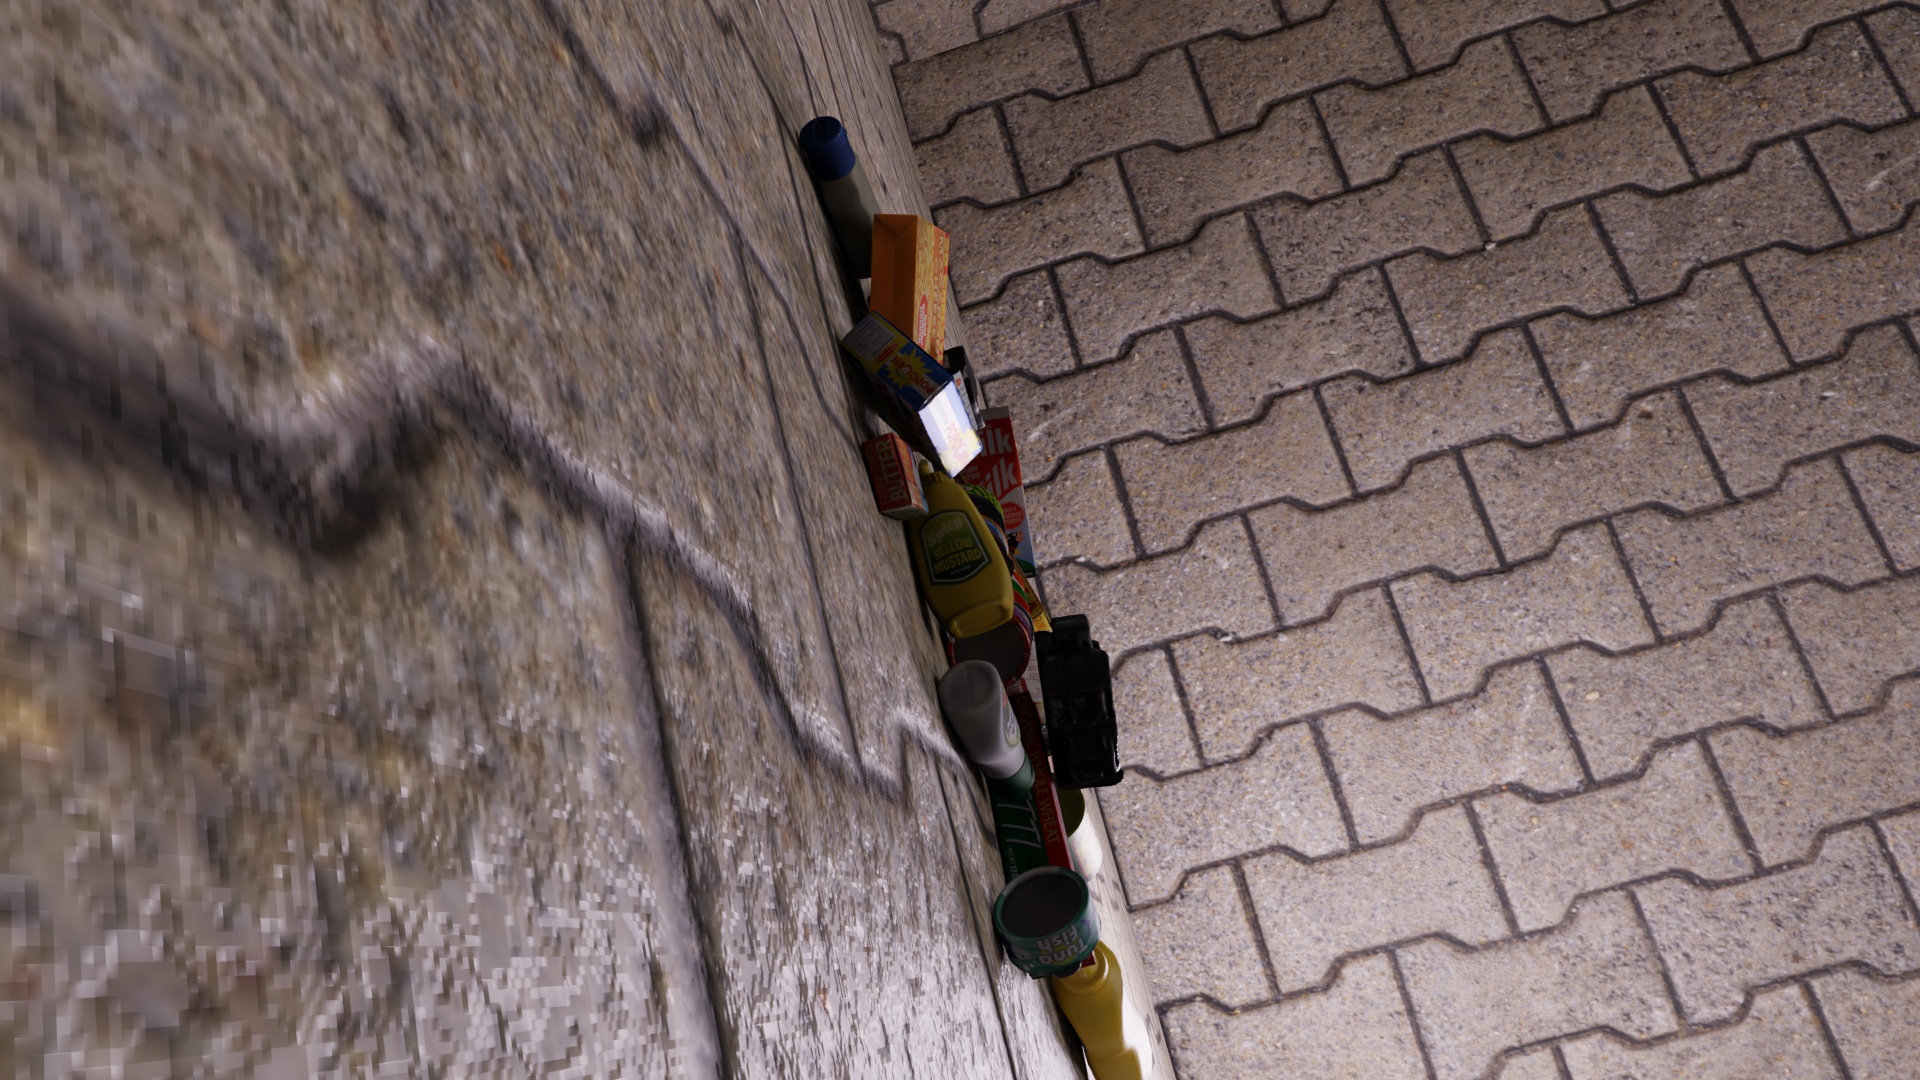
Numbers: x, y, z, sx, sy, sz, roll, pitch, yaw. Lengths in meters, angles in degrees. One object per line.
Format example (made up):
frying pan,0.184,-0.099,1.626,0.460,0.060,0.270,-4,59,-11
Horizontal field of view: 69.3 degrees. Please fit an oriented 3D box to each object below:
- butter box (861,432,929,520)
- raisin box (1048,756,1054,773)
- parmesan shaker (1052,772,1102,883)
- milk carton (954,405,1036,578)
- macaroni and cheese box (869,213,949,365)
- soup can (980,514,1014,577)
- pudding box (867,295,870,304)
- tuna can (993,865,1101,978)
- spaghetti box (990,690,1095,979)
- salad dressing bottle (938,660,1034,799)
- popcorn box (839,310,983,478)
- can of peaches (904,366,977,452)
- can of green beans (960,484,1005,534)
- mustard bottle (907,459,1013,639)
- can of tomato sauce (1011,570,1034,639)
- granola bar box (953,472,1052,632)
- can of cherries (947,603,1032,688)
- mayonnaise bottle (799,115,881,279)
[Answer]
butter box,-0.045,-0.044,0.988,0.103,0.024,0.053,25,49,-84
raisin box,0.066,0.206,1.328,0.123,0.040,0.086,65,9,-55
parmesan shaker,0.084,0.251,1.205,0.102,0.071,0.071,68,7,-52
milk carton,0.032,-0.053,1.498,0.074,0.072,0.189,-97,177,-64
macaroni and cheese box,-0.043,-0.210,1.187,0.167,0.040,0.123,-44,137,-79
soup can,0.009,0.014,1.137,0.084,0.071,0.071,-65,138,-83
pudding box,-0.056,-0.221,1.321,0.084,0.050,0.030,-45,120,-85
tuna can,0.057,0.248,0.905,0.071,0.071,0.032,-99,170,-60
spaghetti box,0.054,0.219,1.077,0.251,0.050,0.028,-102,175,-49
salad dressing bottle,0.023,0.142,1.013,0.147,0.044,0.064,68,9,-52
popcorn box,-0.034,-0.105,1.023,0.085,0.038,0.126,41,-8,22
can of peaches,-0.026,-0.116,1.232,0.071,0.071,0.058,-92,165,-73
can of green beans,0.006,-0.014,1.227,0.058,0.071,0.071,-86,159,-79
mustard bottle,-0.010,-0.003,1.057,0.048,0.065,0.161,70,-2,-56
can of tomato sauce,0.029,0.064,1.210,0.083,0.071,0.071,-97,170,-68
granola bar box,0.036,0.025,1.376,0.166,0.039,0.124,60,0,20
can of cherries,0.026,0.084,1.101,0.058,0.071,0.071,-58,131,-84
mayonnaise bottle,-0.095,-0.289,1.165,0.147,0.041,0.065,65,15,-56
